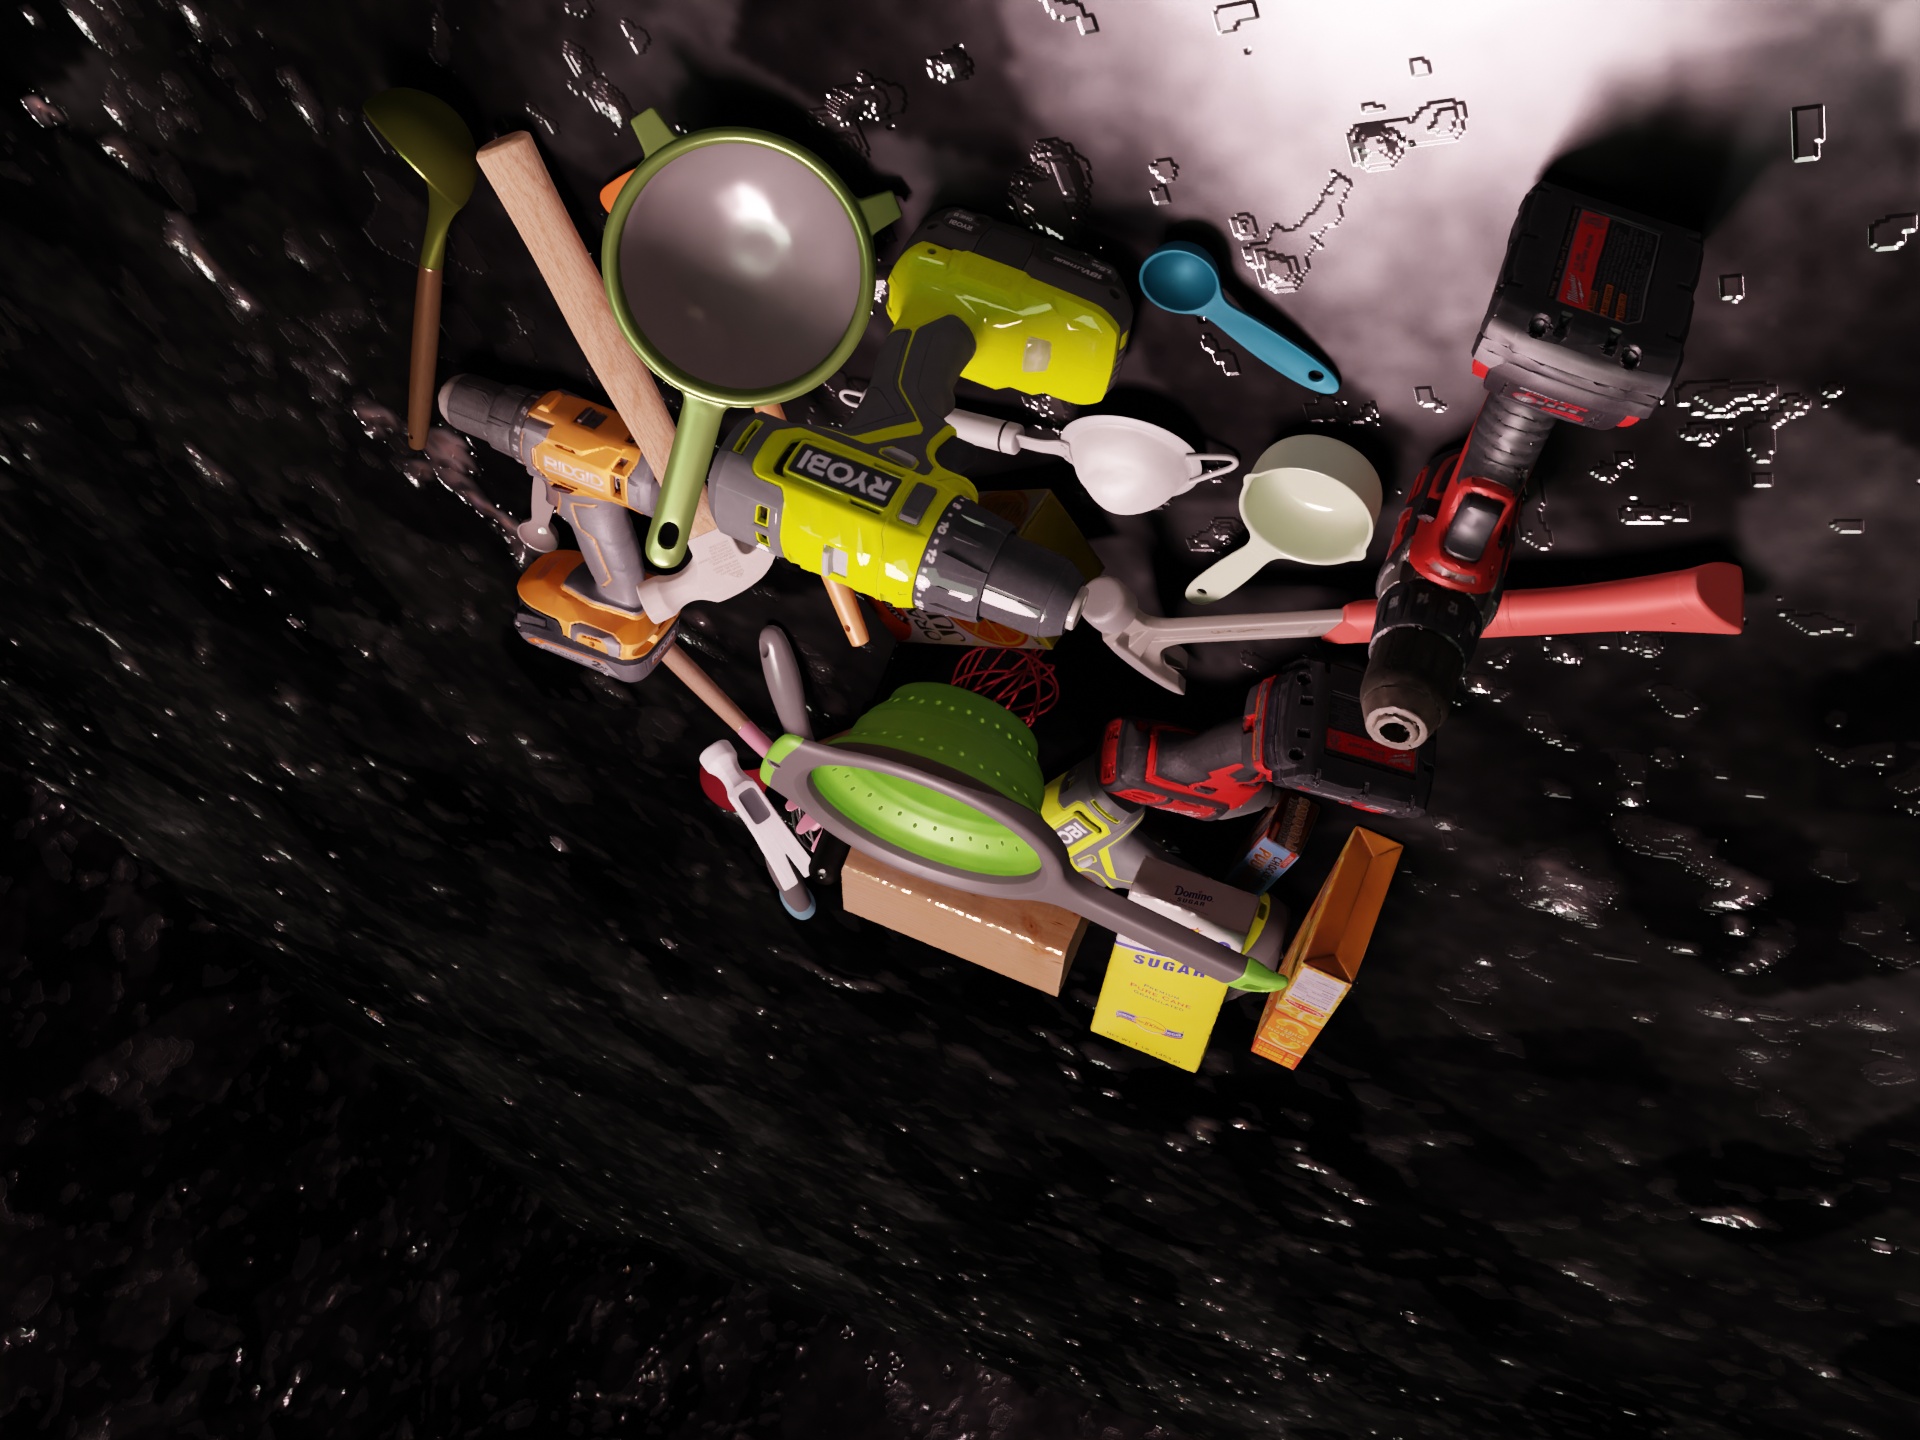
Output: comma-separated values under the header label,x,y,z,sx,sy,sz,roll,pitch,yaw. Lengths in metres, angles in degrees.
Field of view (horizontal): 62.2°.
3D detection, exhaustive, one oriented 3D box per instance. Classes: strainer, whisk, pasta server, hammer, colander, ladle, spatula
label,x,y,z,sx,sy,sz,roll,pitch,yaw
strainer,0.037,-0.166,0.961,0.258,0.050,0.086,18,162,22
whisk,-0.131,0.023,1.324,0.055,0.055,0.238,9,130,28
pasta server,-0.201,-0.008,1.297,0.316,0.040,0.060,45,-177,4
strainer,-0.139,-0.213,0.922,0.151,0.069,0.256,16,114,-9
hammer,-0.170,0.126,1.475,0.128,0.033,0.330,52,169,18
hammer,-0.214,-0.221,1.037,0.130,0.031,0.331,-23,123,1
hammer,0.258,-0.056,0.928,0.359,0.037,0.149,-1,163,31
colander,0.061,0.073,1.108,0.397,0.094,0.204,26,157,-8
ladle,-0.363,-0.281,1.055,0.078,0.062,0.320,50,145,12
spatula,-0.126,-0.189,0.996,0.081,0.041,0.322,-4,115,41
whisk,-0.002,-0.004,1.211,0.073,0.073,0.296,35,155,-10
ladle,-0.146,0.037,1.407,0.069,0.031,0.315,41,145,-22

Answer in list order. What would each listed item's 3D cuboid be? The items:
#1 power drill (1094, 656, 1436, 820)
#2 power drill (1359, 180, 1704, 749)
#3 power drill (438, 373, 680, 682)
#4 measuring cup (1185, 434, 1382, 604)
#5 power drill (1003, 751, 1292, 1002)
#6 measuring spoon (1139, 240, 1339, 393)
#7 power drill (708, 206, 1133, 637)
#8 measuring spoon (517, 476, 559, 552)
label,x,y,z,sx,sy,sz,roll,pitch,yaw
power drill,0.201,0.026,1.047,0.143,0.079,0.220,15,165,-25
power drill,0.249,-0.109,0.743,0.080,0.188,0.226,22,144,8
power drill,-0.297,-0.150,1.192,0.185,0.084,0.226,22,139,10
measuring cup,0.181,-0.112,0.930,0.083,0.038,0.167,33,153,-10
power drill,0.136,0.132,1.264,0.223,0.080,0.171,39,137,-13
measuring spoon,0.150,-0.212,0.833,0.128,0.021,0.042,29,149,-19
power drill,0.004,-0.150,0.823,0.190,0.229,0.080,23,148,9
measuring spoon,-0.325,-0.177,1.251,0.034,0.018,0.124,22,142,-7
